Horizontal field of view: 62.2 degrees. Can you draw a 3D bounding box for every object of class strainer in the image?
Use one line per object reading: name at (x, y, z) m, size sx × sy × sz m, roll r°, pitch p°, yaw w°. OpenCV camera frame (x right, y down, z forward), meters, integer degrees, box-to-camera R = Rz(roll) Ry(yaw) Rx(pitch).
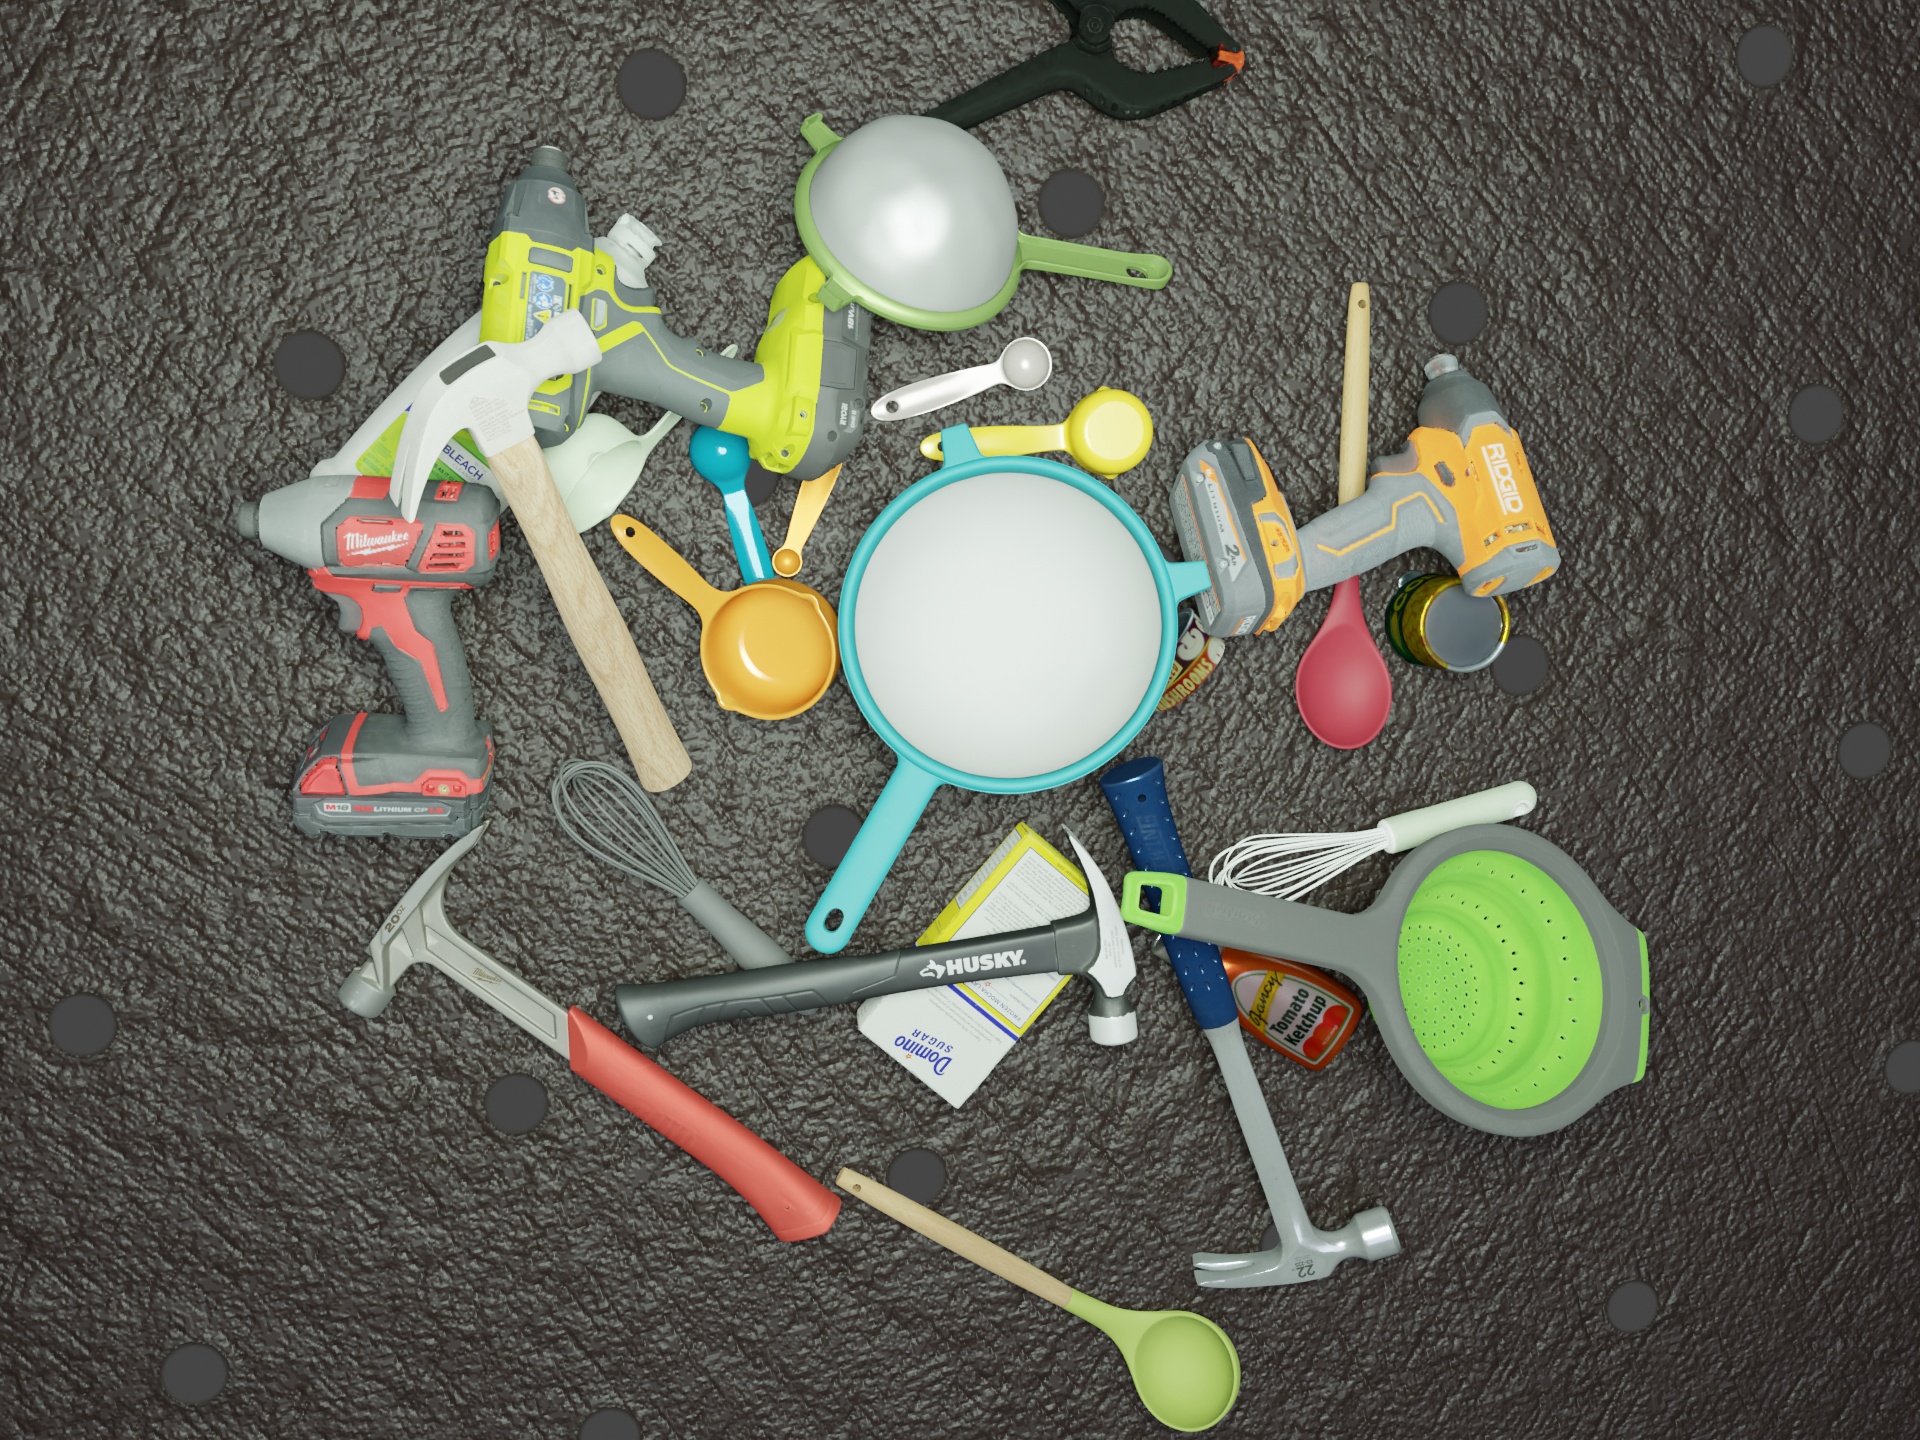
strainer at (-0.002, -0.003, 1.028) m, size 0.211 × 0.095 × 0.340 m, roll 30°, pitch 90°, yaw 3°
strainer at (0.028, -0.314, 0.990) m, size 0.256 × 0.069 × 0.152 m, roll 4°, pitch 63°, yaw -21°

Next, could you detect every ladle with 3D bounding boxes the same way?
ladle at (0.054, 0.396, 1.109) m, size 0.320 × 0.062 × 0.078 m, roll 31°, pitch 92°, yaw -7°
ladle at (0.266, -0.139, 1.088) m, size 0.069 × 0.031 × 0.315 m, roll 1°, pitch 95°, yaw -8°

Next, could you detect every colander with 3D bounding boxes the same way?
colander at (0.271, 0.159, 1.061) m, size 0.397 × 0.094 × 0.205 m, roll 14°, pitch 72°, yaw -18°

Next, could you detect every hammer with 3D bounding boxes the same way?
hammer at (0.173, 0.215, 1.076) m, size 0.144 × 0.035 × 0.405 m, roll -19°, pitch 106°, yaw 7°
hammer at (-0.223, 0.225, 1.062) m, size 0.359 × 0.037 × 0.149 m, roll 38°, pitch 91°, yaw -10°
hammer at (-0.055, 0.160, 1.033) m, size 0.334 × 0.035 × 0.146 m, roll -8°, pitch 99°, yaw -4°
hammer at (-0.224, -0.072, 0.931) m, size 0.130 × 0.031 × 0.331 m, roll -31°, pitch 138°, yaw -15°

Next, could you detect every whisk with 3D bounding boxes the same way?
whisk at (-0.178, 0.114, 1.050) m, size 0.055 × 0.055 × 0.239 m, roll -44°, pitch 104°, yaw -1°
whisk at (0.290, 0.083, 1.110) m, size 0.246 × 0.059 × 0.057 m, roll -15°, pitch 135°, yaw -9°

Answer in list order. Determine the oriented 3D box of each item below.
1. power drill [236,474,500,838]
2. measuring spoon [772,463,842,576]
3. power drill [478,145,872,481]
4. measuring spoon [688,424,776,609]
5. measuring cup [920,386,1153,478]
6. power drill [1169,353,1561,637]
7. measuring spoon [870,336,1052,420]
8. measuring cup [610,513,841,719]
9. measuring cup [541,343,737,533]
power drill at (-0.349, -0.041, 0.952) m, size 0.143 × 0.079 × 0.219 m, roll 2°, pitch 118°, yaw -10°
measuring spoon at (-0.097, -0.150, 1.048) m, size 0.021 × 0.011 × 0.117 m, roll 21°, pitch 90°, yaw -11°
power drill at (-0.170, -0.236, 0.950) m, size 0.223 × 0.080 × 0.171 m, roll 8°, pitch 81°, yaw -28°
measuring spoon at (-0.143, -0.134, 1.036) m, size 0.042 × 0.021 × 0.128 m, roll -17°, pitch 99°, yaw -5°
measuring cup at (0.052, -0.187, 1.051) m, size 0.156 × 0.029 × 0.062 m, roll -6°, pitch 97°, yaw -8°
power drill at (0.257, -0.148, 1.031) m, size 0.226 × 0.084 × 0.164 m, roll -11°, pitch 76°, yaw -5°
measuring spoon at (0.000, -0.222, 1.051) m, size 0.124 × 0.018 × 0.034 m, roll -17°, pitch 99°, yaw 2°
measuring cup at (-0.151, -0.076, 1.026) m, size 0.173 × 0.052 × 0.095 m, roll 41°, pitch 104°, yaw -1°
measuring cup at (-0.208, -0.190, 1.007) m, size 0.038 × 0.083 × 0.167 m, roll 38°, pitch 74°, yaw 6°
